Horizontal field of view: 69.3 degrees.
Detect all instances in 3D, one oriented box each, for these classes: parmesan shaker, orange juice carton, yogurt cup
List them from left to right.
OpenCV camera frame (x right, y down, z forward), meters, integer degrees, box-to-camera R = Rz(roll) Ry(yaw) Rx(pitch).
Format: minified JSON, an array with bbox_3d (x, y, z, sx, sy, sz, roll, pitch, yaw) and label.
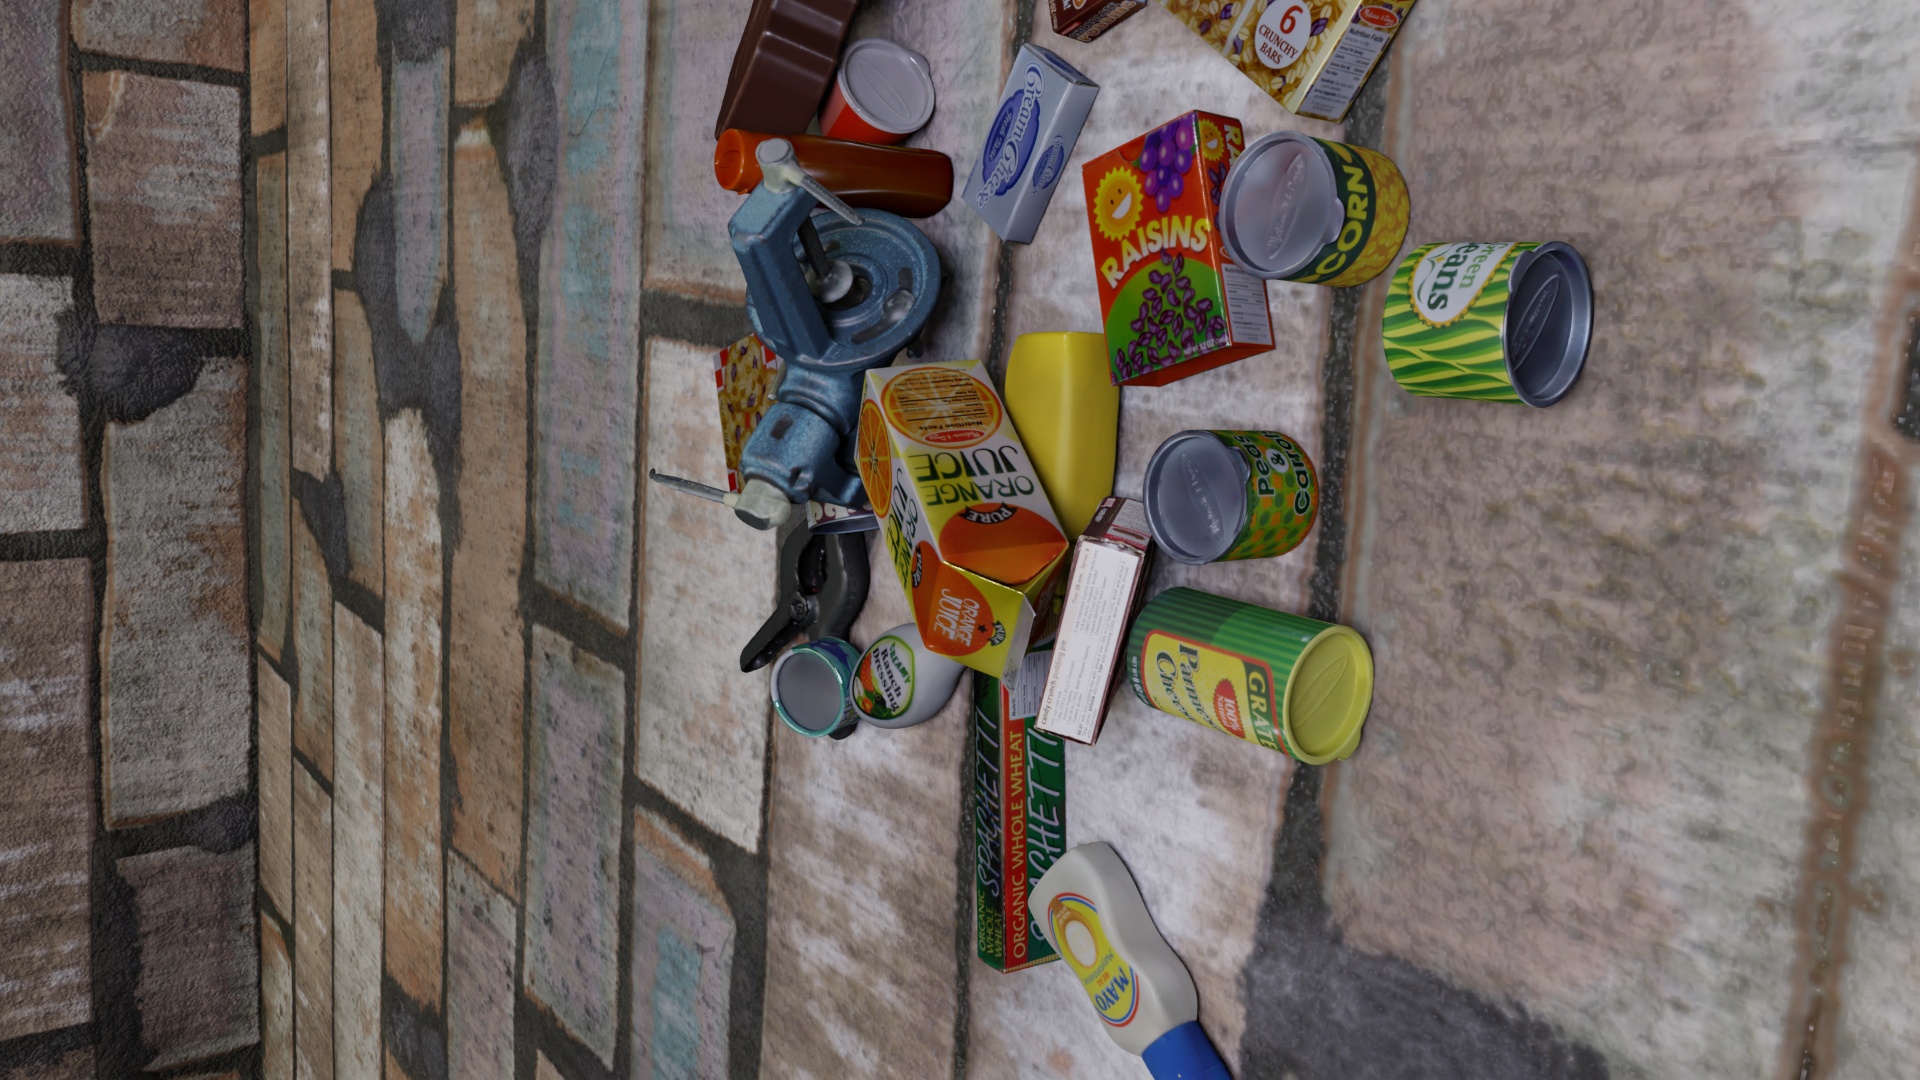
[{"bbox_3d":[-0.059,-0.285,0.908,0.053,0.072,0.072,-31,69,57],"label":"yogurt cup"},{"bbox_3d":[0.003,-0.010,0.760,0.071,0.073,0.193,102,153,-46],"label":"orange juice carton"},{"bbox_3d":[0.141,0.066,0.683,0.103,0.071,0.071,14,103,50],"label":"parmesan shaker"}]

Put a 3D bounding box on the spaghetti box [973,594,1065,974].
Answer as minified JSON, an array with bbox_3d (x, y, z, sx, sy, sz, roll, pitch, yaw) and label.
[{"bbox_3d":[0.035,0.130,0.830,0.028,0.050,0.249,4,96,53],"label":"spaghetti box"}]

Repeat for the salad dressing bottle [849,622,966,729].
[{"bbox_3d":[-0.018,0.073,0.897,0.147,0.044,0.064,-42,61,44],"label":"salad dressing bottle"}]

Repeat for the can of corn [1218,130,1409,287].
[{"bbox_3d":[0.165,-0.151,0.641,0.071,0.058,0.071,5,96,51],"label":"can of corn"}]

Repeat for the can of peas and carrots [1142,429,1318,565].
[{"bbox_3d":[0.135,-0.024,0.687,0.071,0.059,0.071,5,96,50],"label":"can of peas and carrots"}]

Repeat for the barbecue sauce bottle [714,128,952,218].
[{"bbox_3d":[-0.080,-0.229,0.868,0.065,0.149,0.043,5,97,51],"label":"barbecue sauce bottle"}]

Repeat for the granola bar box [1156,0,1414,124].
[{"bbox_3d":[0.152,-0.296,0.662,0.166,0.039,0.123,55,131,34],"label":"granola bar box"}]

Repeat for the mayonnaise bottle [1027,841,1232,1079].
[{"bbox_3d":[0.095,0.243,0.770,0.148,0.041,0.064,56,130,33],"label":"mayonnaise bottle"}]

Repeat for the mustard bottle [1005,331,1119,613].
[{"bbox_3d":[0.057,-0.038,0.791,0.065,0.049,0.160,10,102,55],"label":"mustard bottle"}]

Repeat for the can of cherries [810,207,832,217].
[{"bbox_3d":[-0.111,-0.207,0.982,0.071,0.058,0.071,7,100,51],"label":"can of cherries"}]

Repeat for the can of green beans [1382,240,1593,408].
[{"bbox_3d":[0.217,-0.090,0.574,0.058,0.071,0.071,14,104,50],"label":"can of green beans"}]

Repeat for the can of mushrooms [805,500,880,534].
[{"bbox_3d":[-0.070,-0.026,0.939,0.071,0.071,0.033,-19,77,50],"label":"can of mushrooms"}]

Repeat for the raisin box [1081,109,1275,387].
[{"bbox_3d":[0.111,-0.149,0.724,0.086,0.040,0.123,-14,81,52],"label":"raisin box"}]

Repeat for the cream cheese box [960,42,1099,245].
[{"bbox_3d":[0.039,-0.233,0.820,0.053,0.024,0.103,51,129,35],"label":"cream cheese box"}]

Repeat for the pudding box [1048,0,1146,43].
[{"bbox_3d":[0.071,-0.327,0.768,0.049,0.030,0.083,-15,81,50],"label":"pudding box"}]

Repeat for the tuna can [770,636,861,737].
[{"bbox_3d":[-0.096,0.103,0.967,0.071,0.033,0.071,5,101,30],"label":"tuna can"}]

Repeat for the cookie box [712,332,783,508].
[{"bbox_3d":[-0.119,-0.097,1.014,0.167,0.040,0.123,-14,81,52],"label":"cookie box"}]
